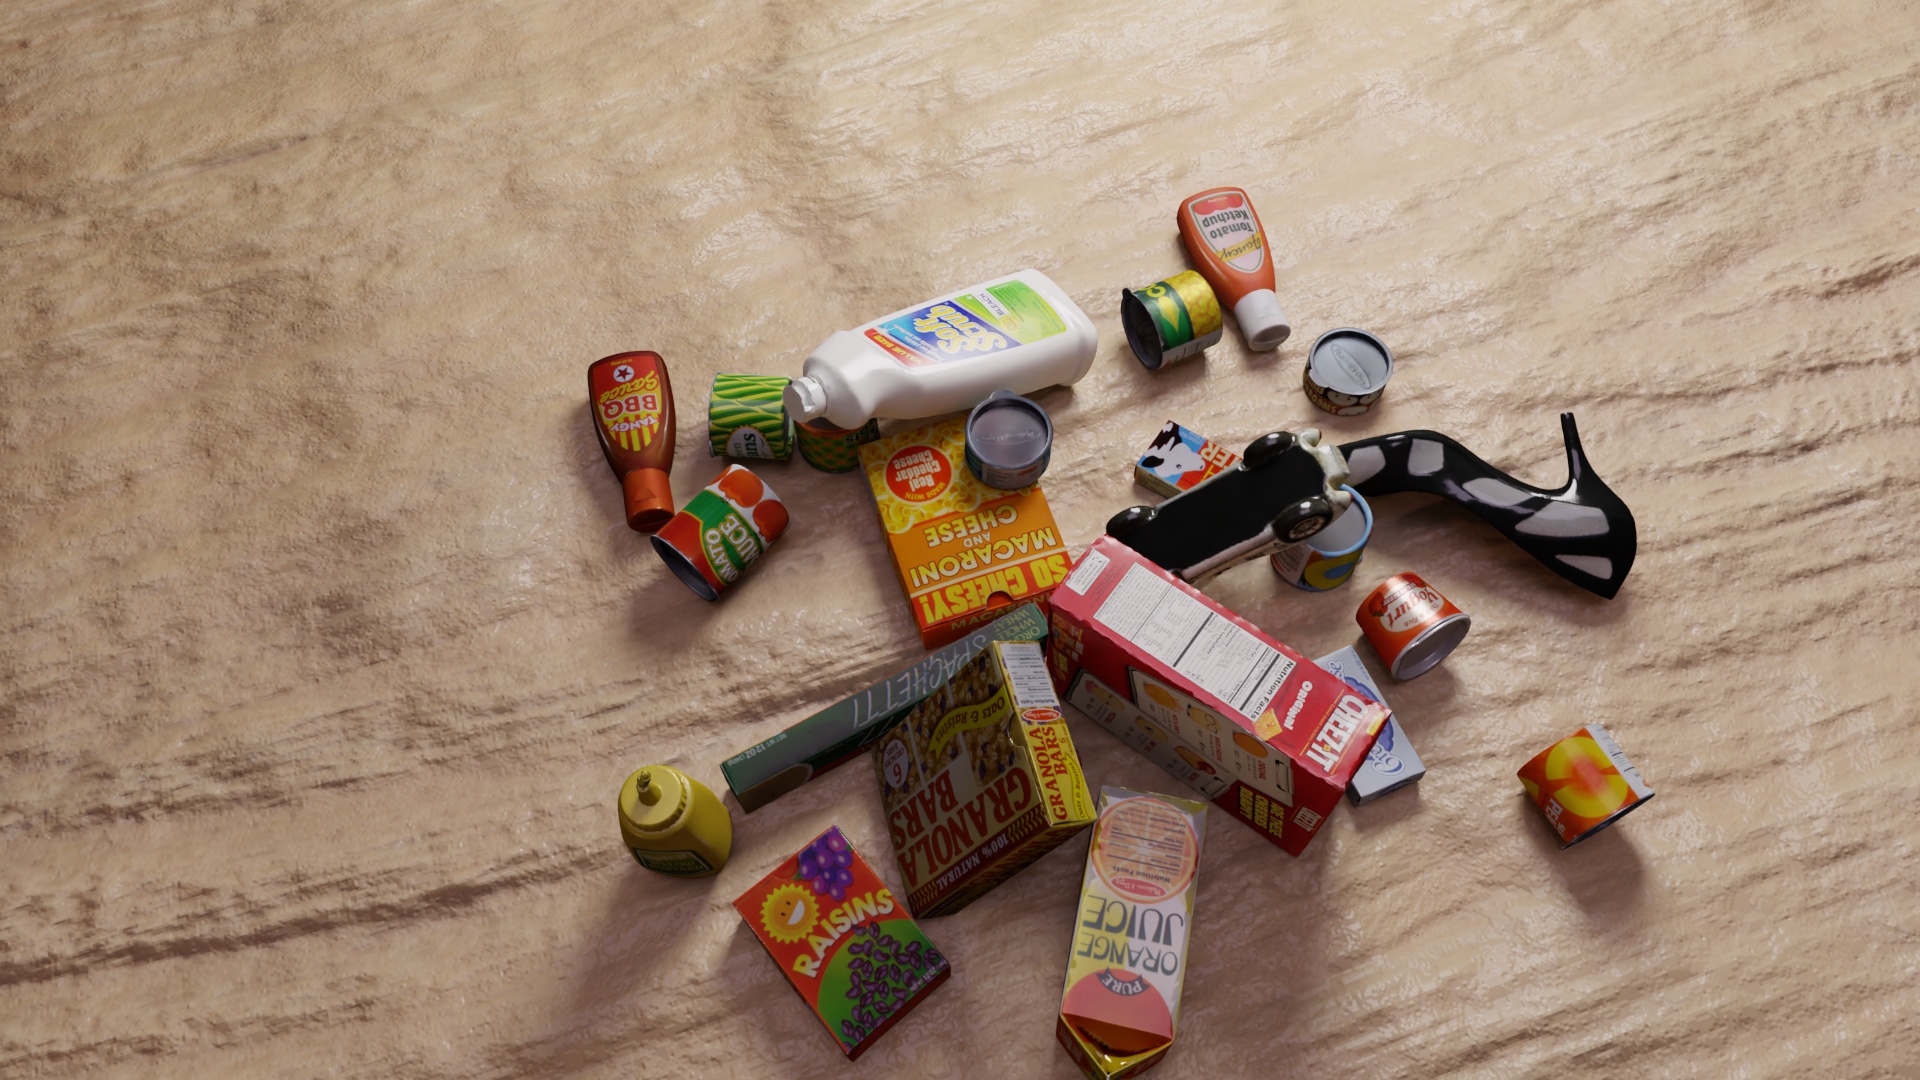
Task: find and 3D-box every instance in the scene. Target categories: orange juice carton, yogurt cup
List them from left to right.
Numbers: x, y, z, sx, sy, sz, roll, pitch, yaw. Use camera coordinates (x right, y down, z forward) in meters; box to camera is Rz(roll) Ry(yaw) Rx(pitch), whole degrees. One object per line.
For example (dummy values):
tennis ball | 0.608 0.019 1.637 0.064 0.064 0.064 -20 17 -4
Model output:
orange juice carton | 0.106 0.262 0.885 0.073 0.071 0.193 10 62 7
yogurt cup | 0.322 0.059 0.997 0.072 0.072 0.054 -27 57 -13

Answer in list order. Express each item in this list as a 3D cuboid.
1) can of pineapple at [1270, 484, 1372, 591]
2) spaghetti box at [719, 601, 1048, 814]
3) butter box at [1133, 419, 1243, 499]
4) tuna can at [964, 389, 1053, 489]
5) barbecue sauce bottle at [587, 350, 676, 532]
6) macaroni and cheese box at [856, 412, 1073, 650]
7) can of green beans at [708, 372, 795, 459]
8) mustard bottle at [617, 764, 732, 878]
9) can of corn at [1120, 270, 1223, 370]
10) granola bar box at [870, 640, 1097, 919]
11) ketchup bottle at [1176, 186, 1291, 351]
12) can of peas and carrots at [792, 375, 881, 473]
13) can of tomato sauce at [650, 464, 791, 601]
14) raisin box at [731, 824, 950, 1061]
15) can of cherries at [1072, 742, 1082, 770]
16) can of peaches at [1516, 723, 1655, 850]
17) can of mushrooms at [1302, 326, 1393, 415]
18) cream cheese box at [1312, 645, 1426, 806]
can of pineapple | 0.269 -0.004 1.034 0.071 0.057 0.071 0 62 1
spaghetti box | -0.048 0.116 0.979 0.251 0.050 0.029 -26 67 -13
butter box | 0.192 -0.047 1.078 0.103 0.024 0.053 30 67 16
tuna can | 0.035 -0.076 1.045 0.071 0.032 0.071 0 61 -1
barbecue sauce bottle | -0.253 -0.078 1.091 0.065 0.043 0.149 -12 63 -7
macaroni and cheese box | 0.004 -0.013 1.053 0.124 0.040 0.167 -17 62 -8
can of green beans | -0.162 -0.097 1.087 0.058 0.071 0.071 3 62 2
mustard bottle | -0.188 0.177 0.887 0.065 0.159 0.049 1 63 3
can of corn | 0.170 -0.181 1.125 0.058 0.071 0.071 -23 64 -12
granola bar box | 0.008 0.156 0.895 0.039 0.164 0.124 4 56 -35
ketchup bottle | 0.233 -0.227 1.164 0.065 0.043 0.149 -14 63 -6
can of peas and carrots | -0.096 -0.094 1.088 0.071 0.058 0.071 -1 62 1
can of tomato sauce | -0.177 -0.006 1.037 0.071 0.071 0.083 37 68 19
raisin box | -0.077 0.261 0.908 0.086 0.040 0.123 -37 66 -16
can of cherries | 0.048 0.166 0.945 0.071 0.058 0.072 0 61 1
can of peaches | 0.418 0.166 0.936 0.071 0.071 0.058 -24 64 -11
can of mushrooms | 0.309 -0.135 1.118 0.071 0.033 0.071 0 62 0
cream cheese box | 0.277 0.130 0.981 0.053 0.024 0.104 -21 63 -9
